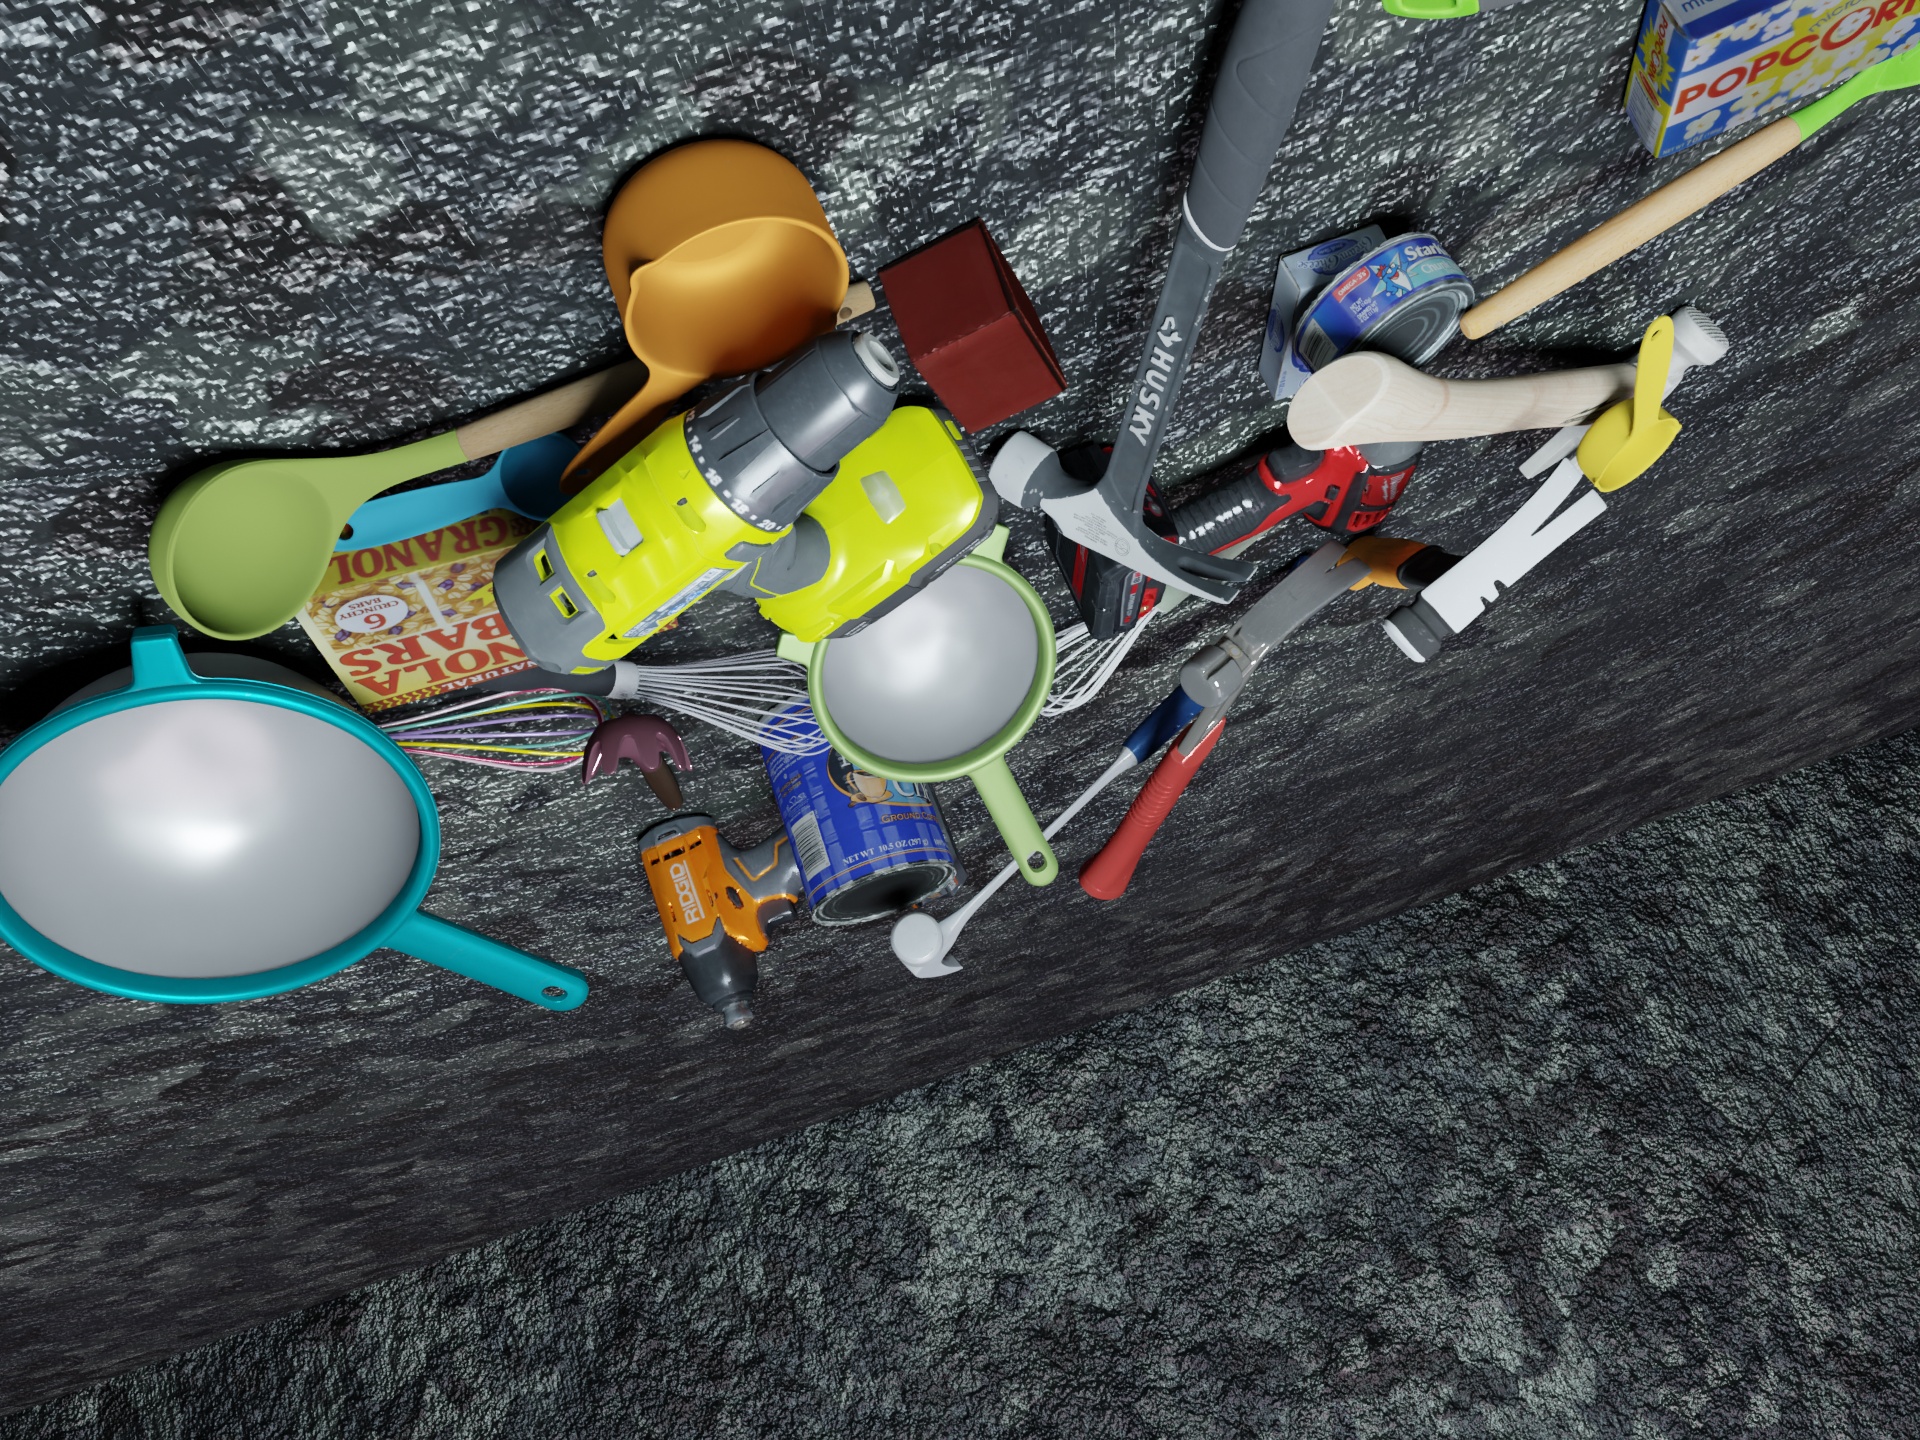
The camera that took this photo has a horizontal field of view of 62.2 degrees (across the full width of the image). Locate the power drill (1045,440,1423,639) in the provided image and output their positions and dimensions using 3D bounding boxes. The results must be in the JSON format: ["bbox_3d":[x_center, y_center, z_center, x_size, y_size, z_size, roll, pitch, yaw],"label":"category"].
[{"bbox_3d":[0.166,-0.135,0.925,0.219,0.079,0.143,-21,161,-7],"label":"power drill"}]

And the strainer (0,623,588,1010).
[{"bbox_3d":[-0.336,0.066,0.842,0.211,0.095,0.340,-42,134,14],"label":"strainer"}]

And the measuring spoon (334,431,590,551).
[{"bbox_3d":[-0.228,-0.101,0.716,0.128,0.021,0.042,-16,116,-1],"label":"measuring spoon"}]

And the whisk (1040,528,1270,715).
[{"bbox_3d":[0.128,-0.078,1.076,0.059,0.058,0.246,31,128,-26],"label":"whisk"}]

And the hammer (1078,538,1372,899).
[{"bbox_3d":[0.152,0.023,1.063,0.149,0.037,0.358,-37,164,-29],"label":"hammer"}]

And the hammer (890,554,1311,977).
[{"bbox_3d":[0.110,0.033,1.116,0.405,0.035,0.144,-43,166,-9],"label":"hammer"}]

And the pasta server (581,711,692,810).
[{"bbox_3d":[-0.192,0.037,0.999,0.060,0.040,0.316,-8,170,-7],"label":"pasta server"}]

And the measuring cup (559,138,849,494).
[{"bbox_3d":[-0.119,-0.157,0.630,0.095,0.052,0.173,2,150,-46],"label":"measuring cup"}]

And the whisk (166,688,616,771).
[{"bbox_3d":[-0.311,0.010,0.896,0.245,0.047,0.051,-4,156,-28],"label":"whisk"}]

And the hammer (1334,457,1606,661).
[{"bbox_3d":[0.287,-0.101,0.984,0.127,0.034,0.337,-42,-177,7],"label":"hammer"}]

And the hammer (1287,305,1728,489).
[{"bbox_3d":[0.294,-0.168,0.882,0.410,0.038,0.146,-14,153,-46],"label":"hammer"}]

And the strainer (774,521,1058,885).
[{"bbox_3d":[-0.002,-0.003,0.987,0.151,0.069,0.256,-29,122,-1],"label":"strainer"}]

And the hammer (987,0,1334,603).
[{"bbox_3d":[0.105,-0.196,0.679,0.036,0.149,0.408,-49,166,-29],"label":"hammer"}]

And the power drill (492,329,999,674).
[{"bbox_3d":[-0.072,-0.096,0.708,0.190,0.080,0.228,-33,172,22],"label":"power drill"}]

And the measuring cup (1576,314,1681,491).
[{"bbox_3d":[0.378,-0.185,0.897,0.062,0.029,0.156,-34,151,0],"label":"measuring cup"}]

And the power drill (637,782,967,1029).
[{"bbox_3d":[-0.114,0.122,1.191,0.226,0.164,0.084,-22,159,0],"label":"power drill"}]

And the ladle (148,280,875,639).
[{"bbox_3d":[-0.183,-0.118,0.672,0.320,0.062,0.078,-21,144,-4],"label":"ladle"}]

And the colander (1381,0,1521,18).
[{"bbox_3d":[0.348,-0.345,0.567,0.397,0.094,0.204,-8,165,20],"label":"colander"}]

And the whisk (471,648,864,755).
[{"bbox_3d":[-0.173,-0.021,0.934,0.284,0.070,0.070,8,147,-42],"label":"whisk"}]

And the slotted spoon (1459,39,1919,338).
[{"bbox_3d":[0.379,-0.273,0.768,0.314,0.031,0.070,-32,159,2],"label":"slotted spoon"}]
